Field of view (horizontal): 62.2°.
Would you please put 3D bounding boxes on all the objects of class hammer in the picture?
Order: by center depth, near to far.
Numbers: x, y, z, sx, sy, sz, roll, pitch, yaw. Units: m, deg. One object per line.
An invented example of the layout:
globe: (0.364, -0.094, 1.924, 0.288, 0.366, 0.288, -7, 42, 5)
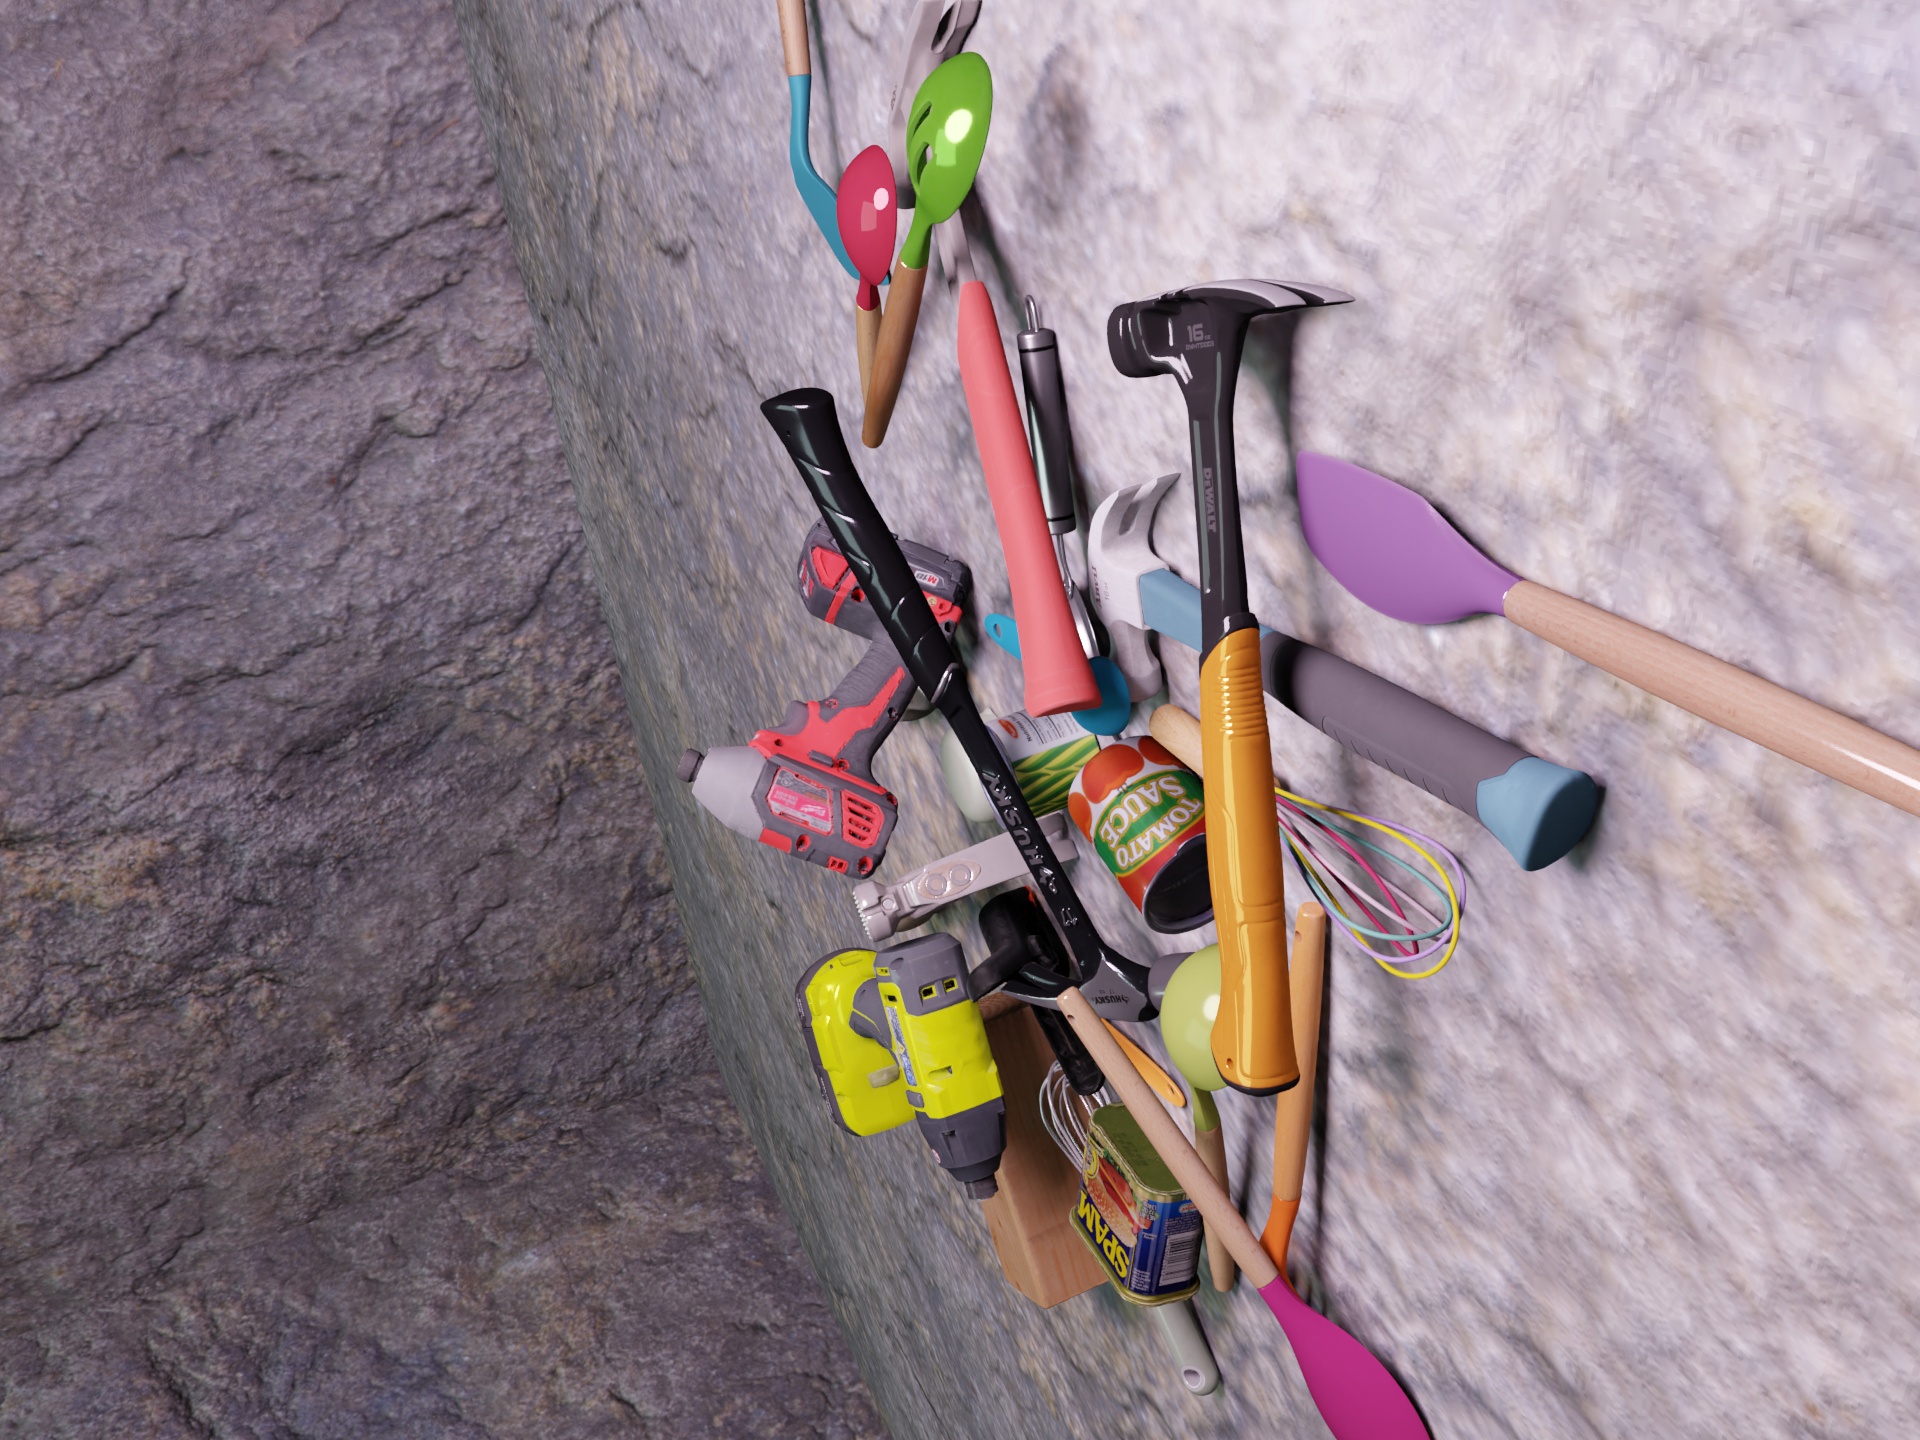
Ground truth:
hammer: (0.116, -0.005, 0.646, 0.127, 0.034, 0.337, -162, 64, -64)
hammer: (0.142, -0.020, 0.682, 0.331, 0.033, 0.128, -139, 34, -58)
hammer: (0.016, -0.177, 0.812, 0.149, 0.036, 0.359, 125, 134, -69)
hammer: (-0.001, -0.003, 0.901, 0.149, 0.036, 0.409, -18, 104, 50)
hammer: (-0.013, 0.130, 1.210, 0.410, 0.146, 0.038, 119, 130, -79)

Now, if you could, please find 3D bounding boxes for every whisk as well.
whisk: (0.146, 0.046, 0.722, 0.245, 0.051, 0.047, -135, 26, -60)
whisk: (0.119, 0.349, 1.100, 0.058, 0.059, 0.246, -28, 83, 34)

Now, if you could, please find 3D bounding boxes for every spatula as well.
spatula: (0.200, -0.029, 0.520, 0.316, 0.018, 0.059, -136, 30, -58)
spatula: (0.180, 0.225, 0.832, 0.081, 0.041, 0.322, 45, 144, 52)
spatula: (-0.095, -0.434, 0.998, 0.082, 0.044, 0.317, -142, 42, -61)

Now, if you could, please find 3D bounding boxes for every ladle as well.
ladle: (0.154, 0.241, 0.901, 0.078, 0.062, 0.319, -82, -15, -46)
ladle: (-0.055, -0.247, 0.972, 0.315, 0.031, 0.069, 100, 160, -78)

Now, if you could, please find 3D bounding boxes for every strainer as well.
strainer: (0.052, -0.100, 0.865, 0.087, 0.050, 0.258, -115, 16, -71)

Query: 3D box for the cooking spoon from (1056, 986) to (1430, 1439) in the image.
cooking spoon: (0.148, 0.277, 0.848, 0.319, 0.017, 0.068, 55, 140, 6)

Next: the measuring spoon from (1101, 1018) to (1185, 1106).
measuring spoon: (0.115, 0.216, 1.038, 0.117, 0.011, 0.021, 38, 142, 54)

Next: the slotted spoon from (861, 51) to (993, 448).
slotted spoon: (-0.028, -0.224, 0.830, 0.313, 0.031, 0.070, 116, 147, -68)

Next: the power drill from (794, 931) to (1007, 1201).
power drill: (-0.038, 0.236, 1.106, 0.223, 0.080, 0.171, -17, 88, 68)

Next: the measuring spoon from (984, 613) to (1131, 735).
measuring spoon: (0.043, -0.028, 0.845, 0.129, 0.021, 0.042, 36, 133, 47)

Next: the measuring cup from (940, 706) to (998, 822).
measuring cup: (0.028, 0.041, 1.069, 0.168, 0.038, 0.083, -157, 50, -70)

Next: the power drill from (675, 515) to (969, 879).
power drill: (-0.087, -0.018, 1.044, 0.078, 0.143, 0.220, 125, 165, -68)
